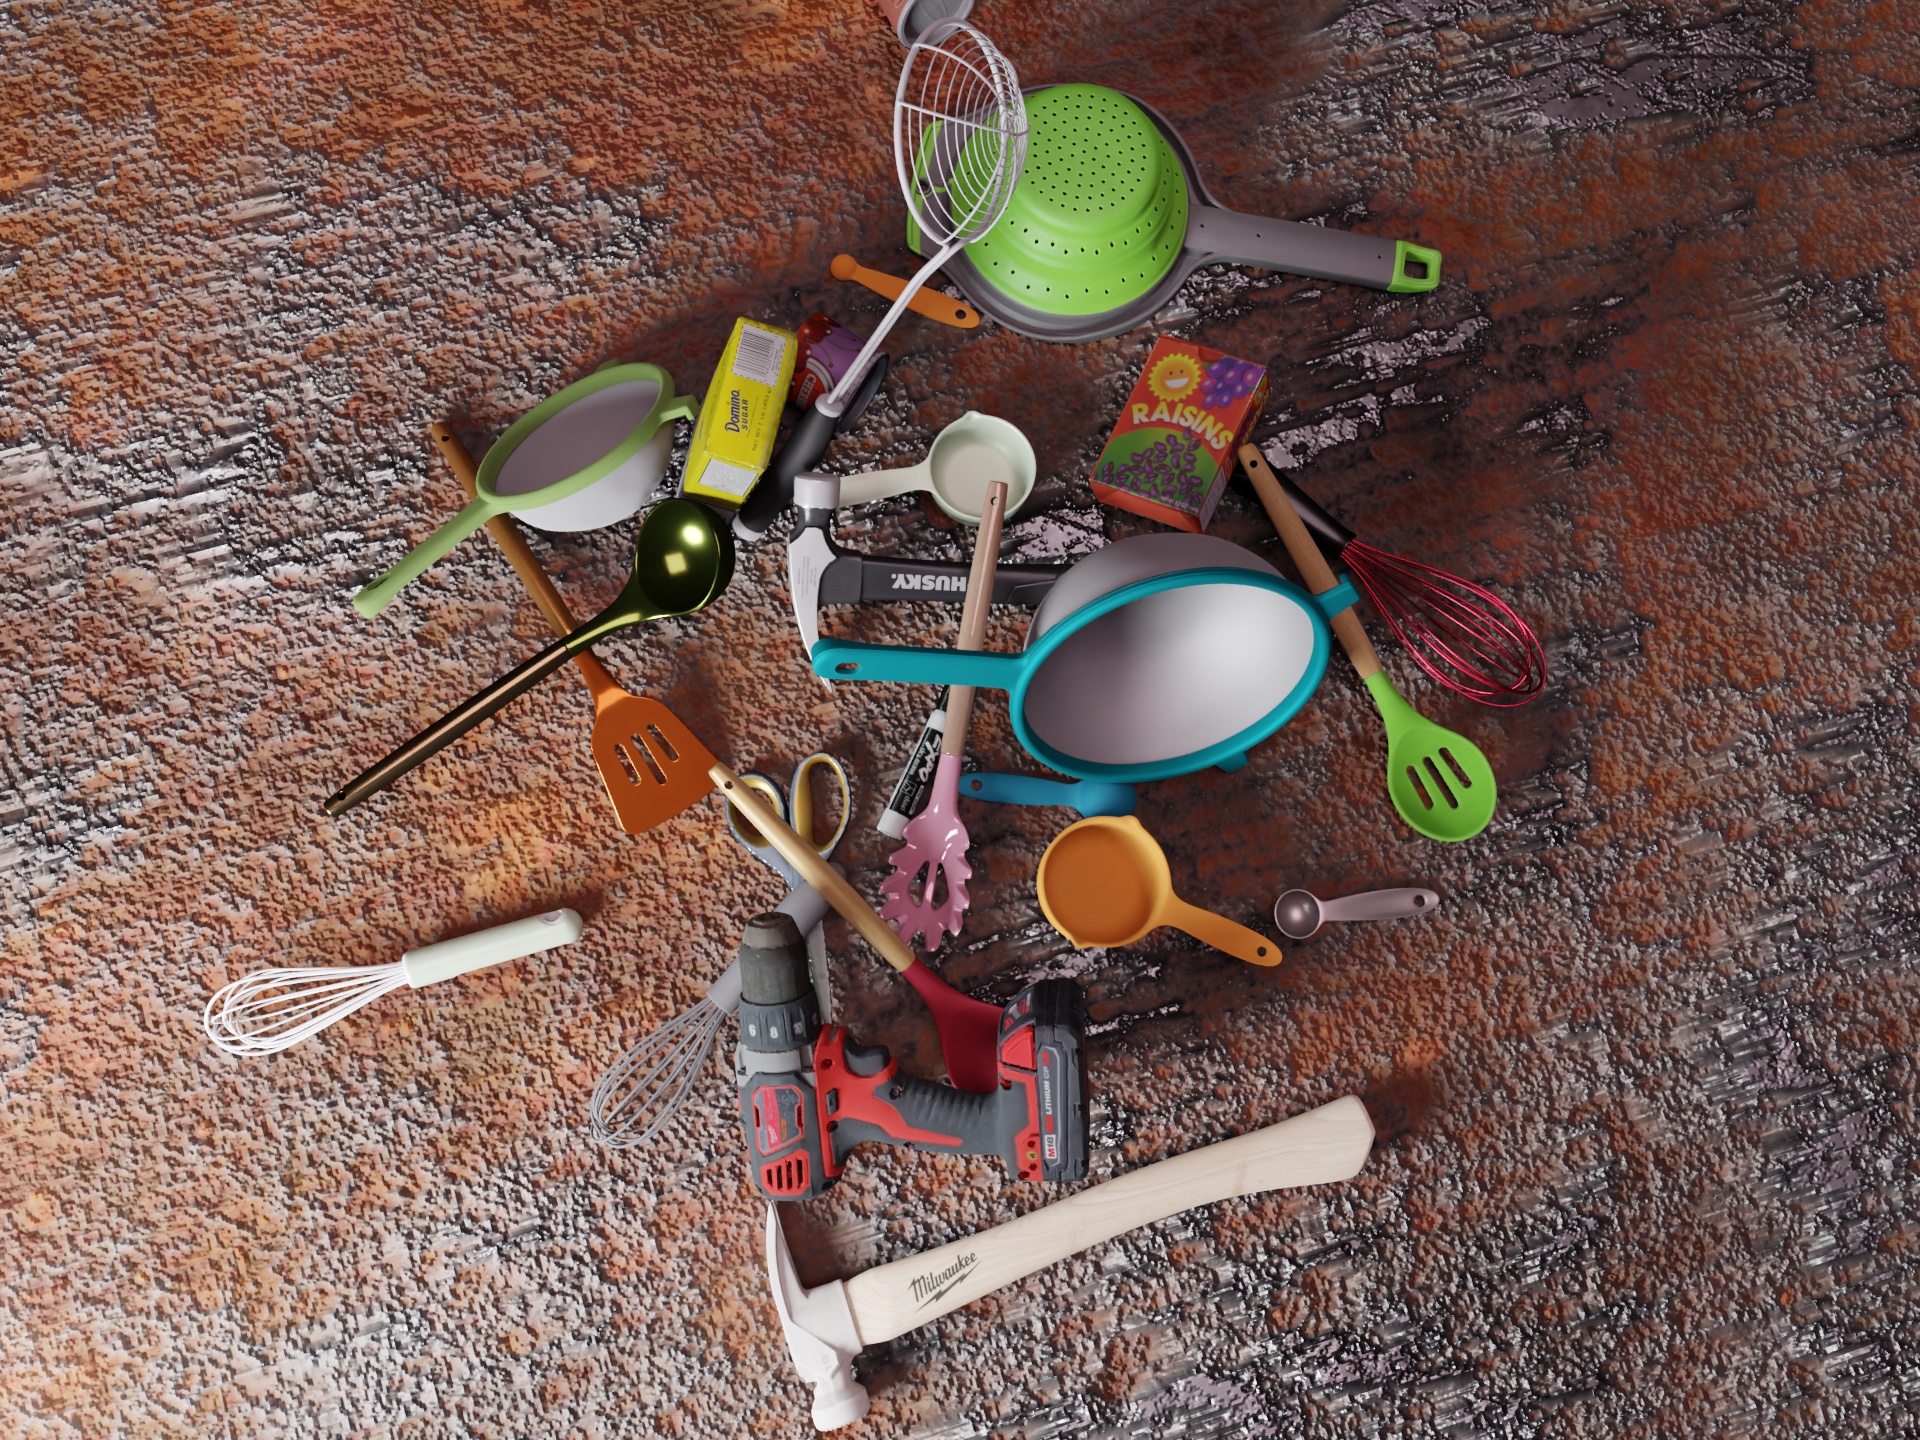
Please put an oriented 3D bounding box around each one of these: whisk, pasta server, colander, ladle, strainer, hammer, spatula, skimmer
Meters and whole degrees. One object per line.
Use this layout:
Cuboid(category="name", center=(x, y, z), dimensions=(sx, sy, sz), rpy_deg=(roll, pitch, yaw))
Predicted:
Cuboid(category="whisk", center=(-0.158, 0.186, 1.049), dimensions=(0.055, 0.055, 0.239), rpy_deg=(41, 84, 3))
Cuboid(category="pasta server", center=(-0.002, -0.003, 1.067), dimensions=(0.060, 0.040, 0.316), rpy_deg=(10, 96, 4))
Cuboid(category="colander", center=(0.162, -0.370, 1.140), dimensions=(0.397, 0.094, 0.204), rpy_deg=(9, 81, -2))
Cuboid(category="whisk", center=(0.290, -0.111, 1.130), dimensions=(0.296, 0.073, 0.073), rpy_deg=(40, 81, 10))
Cuboid(category="ladle", center=(-0.285, -0.037, 1.045), dimensions=(0.320, 0.062, 0.078), rpy_deg=(-35, 71, -6))
Cuboid(category="ladle", center=(-0.053, 0.143, 1.046), dimensions=(0.069, 0.031, 0.315), rpy_deg=(-42, 100, 2))
Cuboid(category="strainer", center=(-0.285, -0.138, 1.067), dimensions=(0.256, 0.152, 0.069), rpy_deg=(-42, 128, -13))
Cuboid(category="hammer", center=(0.047, -0.089, 1.104), dimensions=(0.334, 0.035, 0.146), rpy_deg=(2, 105, -10))
Cuboid(category="spatula", center=(-0.279, -0.074, 1.102), dimensions=(0.081, 0.041, 0.323), rpy_deg=(-33, 80, -8))
Cuboid(category="hammer", center=(0.077, 0.324, 1.055), dimensions=(0.410, 0.038, 0.146), rpy_deg=(-19, 81, -7))
Cuboid(category="strainer", center=(0.067, -0.058, 1.026), dimensions=(0.340, 0.210, 0.095), rpy_deg=(3, 51, -18))
Cuboid(category="skimmer", center=(-0.072, -0.268, 1.026), dimensions=(0.090, 0.127, 0.363), rpy_deg=(48, 125, 9))
Cuboid(category="whisk", center=(-0.371, 0.168, 1.049), dimensions=(0.246, 0.058, 0.059), rpy_deg=(-15, 117, -9))

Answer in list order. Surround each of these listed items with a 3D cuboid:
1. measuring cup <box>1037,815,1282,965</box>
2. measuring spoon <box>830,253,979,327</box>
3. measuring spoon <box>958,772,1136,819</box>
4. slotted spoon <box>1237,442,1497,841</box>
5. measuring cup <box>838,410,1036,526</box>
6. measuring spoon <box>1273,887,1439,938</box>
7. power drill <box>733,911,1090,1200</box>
Cuboid(category="measuring cup", center=(0.133, 0.128, 1.083), dimensions=(0.173, 0.052, 0.095), rpy_deg=(24, 80, -2))
Cuboid(category="measuring spoon", center=(-0.040, -0.313, 1.160), dimensions=(0.117, 0.011, 0.021), rpy_deg=(22, 80, 0))
Cuboid(category="measuring spoon", center=(0.060, 0.049, 1.103), dimensions=(0.128, 0.021, 0.042), rpy_deg=(5, 81, -5))
Cuboid(category="slotted spoon", center=(0.278, -0.056, 1.112), dimensions=(0.070, 0.031, 0.314), rpy_deg=(-30, 92, 15))
Cuboid(category="measuring cup", center=(-0.030, -0.166, 1.126), dimensions=(0.167, 0.038, 0.083), rpy_deg=(-11, 82, -3))
Cuboid(category="measuring spoon", center=(0.275, 0.131, 1.112), dimensions=(0.124, 0.018, 0.034), rpy_deg=(-4, 81, -11))
Cuboid(category="power drill", center=(-0.034, 0.210, 1.012), dimensions=(0.226, 0.080, 0.188), rpy_deg=(-3, 102, 6))
